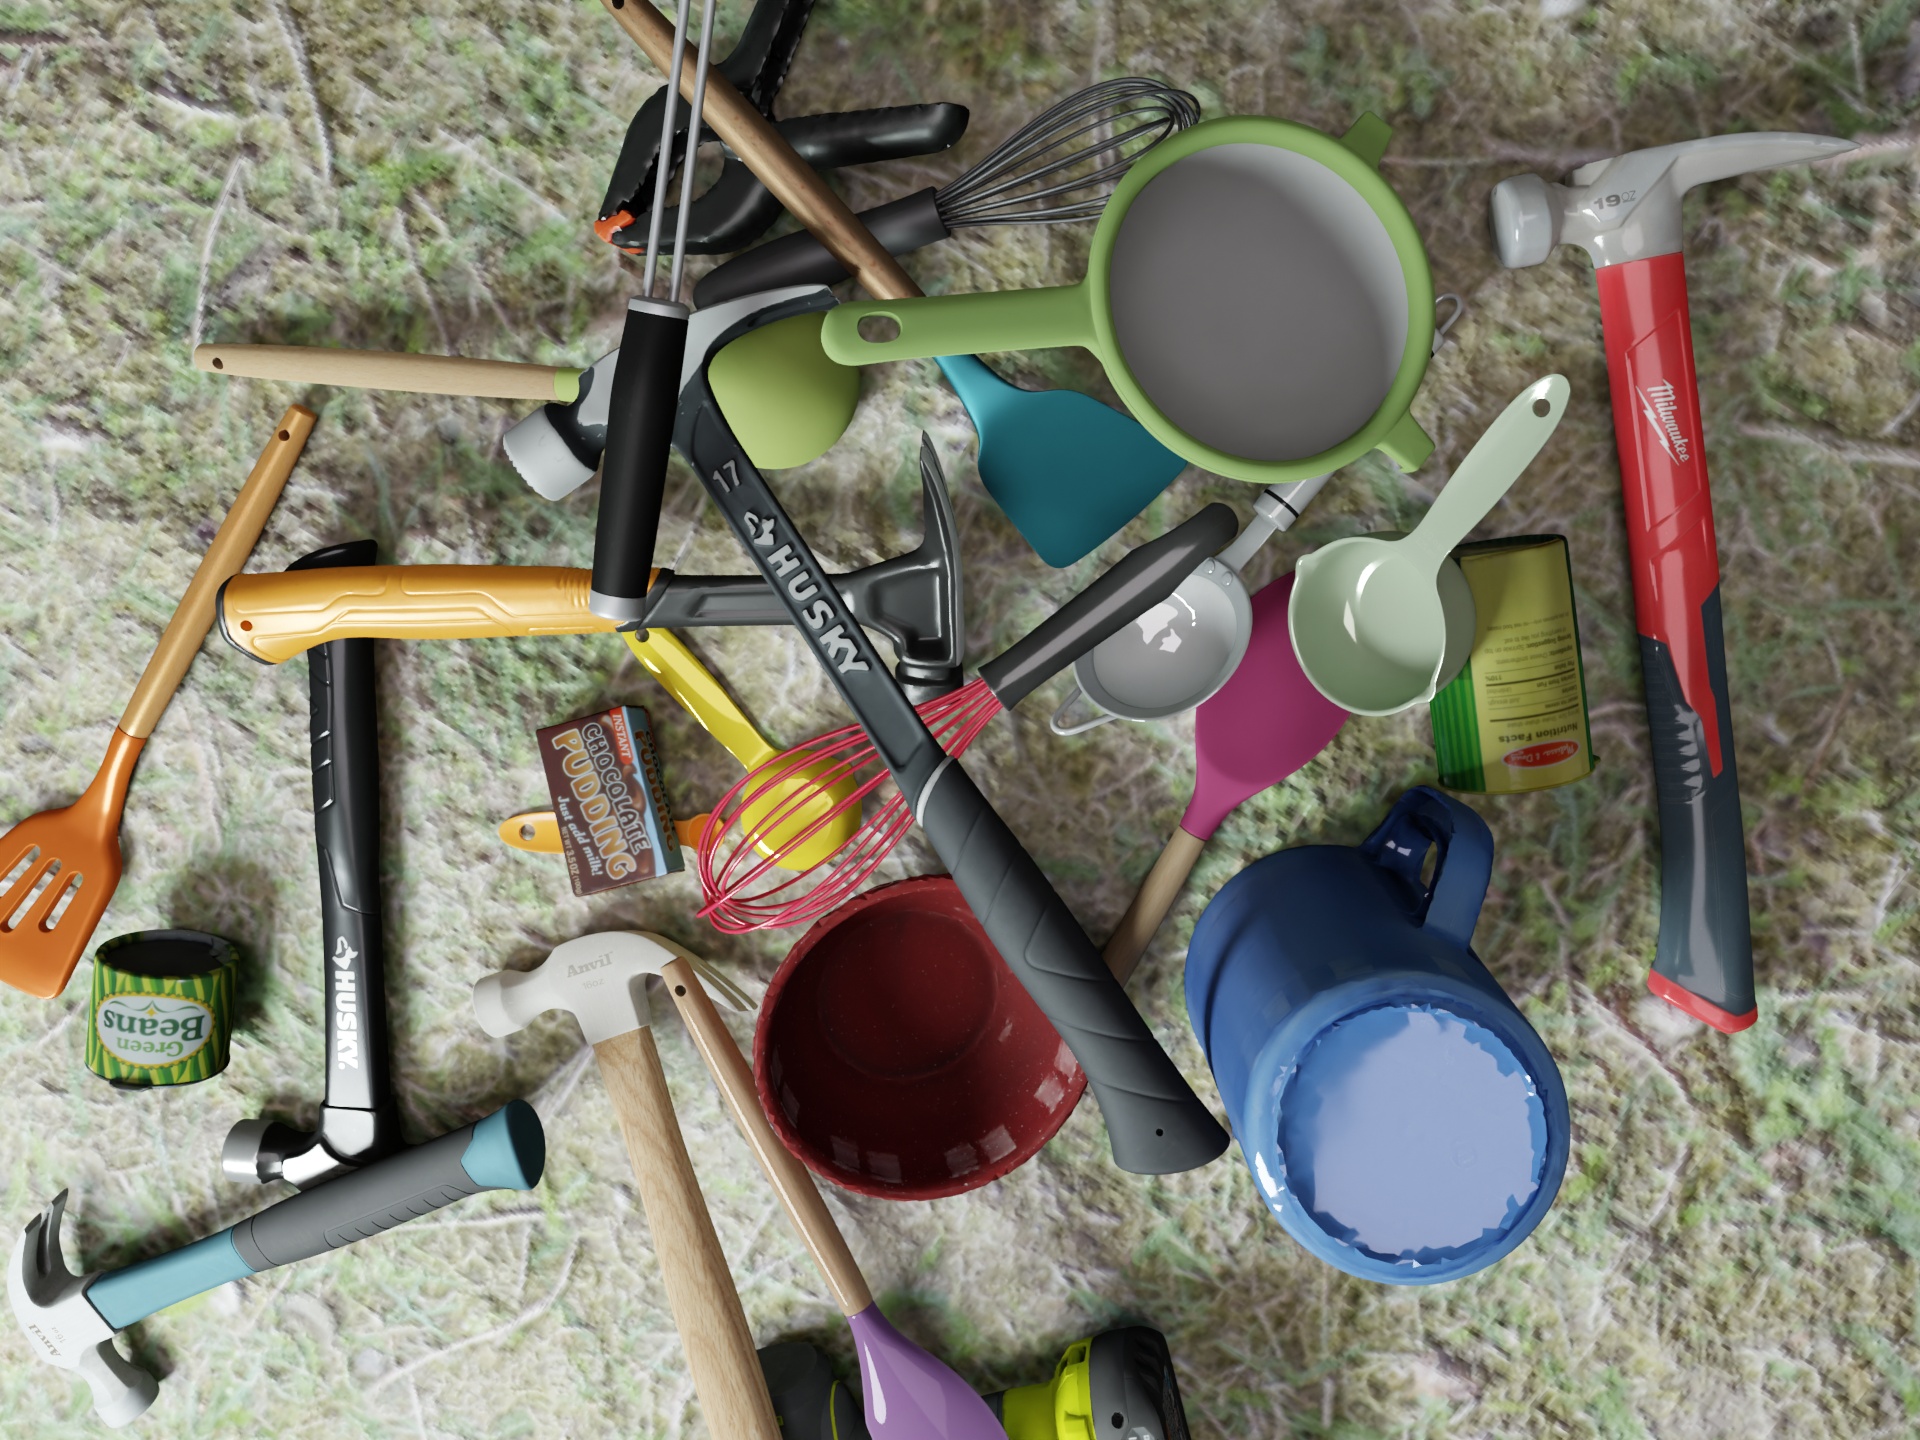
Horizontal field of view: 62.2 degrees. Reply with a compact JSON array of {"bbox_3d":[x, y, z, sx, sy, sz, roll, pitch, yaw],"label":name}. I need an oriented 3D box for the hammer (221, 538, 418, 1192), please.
[{"bbox_3d":[-0.297,0.078,0.786,0.146,0.035,0.334,3,101,6],"label":"hammer"}]

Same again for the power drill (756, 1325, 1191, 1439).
[{"bbox_3d":[0.003,0.400,0.794,0.228,0.080,0.190,-13,98,11],"label":"power drill"}]

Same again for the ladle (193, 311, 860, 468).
[{"bbox_3d":[-0.203,-0.162,0.733,0.320,0.062,0.078,6,124,12],"label":"ladle"}]

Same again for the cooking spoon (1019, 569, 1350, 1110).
[{"bbox_3d":[0.098,0.074,0.752,0.069,0.017,0.319,31,102,14],"label":"cooking spoon"}]

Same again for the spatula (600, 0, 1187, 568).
[{"bbox_3d":[-0.036,-0.194,0.680,0.082,0.044,0.317,-40,100,25],"label":"spatula"}]

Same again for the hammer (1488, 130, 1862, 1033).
[{"bbox_3d":[0.329,-0.052,0.695,0.143,0.038,0.386,-10,99,6],"label":"hammer"}]

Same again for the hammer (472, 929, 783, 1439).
[{"bbox_3d":[-0.126,0.260,0.763,0.130,0.031,0.331,-21,82,9],"label":"hammer"}]

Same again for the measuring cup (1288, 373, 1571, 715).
[{"bbox_3d":[0.198,-0.073,0.642,0.083,0.038,0.167,51,133,23],"label":"measuring cup"}]

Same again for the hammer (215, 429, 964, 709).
[{"bbox_3d":[-0.167,-0.061,0.716,0.337,0.034,0.127,-2,121,2],"label":"hammer"}]

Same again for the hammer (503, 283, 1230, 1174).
[{"bbox_3d":[-0.017,0.008,0.650,0.149,0.036,0.409,-34,88,6],"label":"hammer"}]

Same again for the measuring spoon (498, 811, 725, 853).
[{"bbox_3d":[-0.171,0.055,0.782,0.117,0.011,0.021,0,90,9],"label":"measuring spoon"}]

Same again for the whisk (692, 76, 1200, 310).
[{"bbox_3d":[-0.009,-0.222,0.698,0.239,0.055,0.055,-16,99,14],"label":"whisk"}]

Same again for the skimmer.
[{"bbox_3d":[-0.097,-0.221,0.621,0.127,0.090,0.363,13,103,9],"label":"skimmer"}]

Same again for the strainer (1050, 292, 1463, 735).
[{"bbox_3d":[0.137,-0.085,0.708,0.258,0.050,0.087,-50,49,7],"label":"strainer"}]

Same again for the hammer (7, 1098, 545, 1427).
[{"bbox_3d":[-0.343,0.260,0.795,0.331,0.033,0.128,-24,107,17],"label":"hammer"}]

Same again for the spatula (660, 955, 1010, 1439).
[{"bbox_3d":[-0.057,0.249,0.739,0.060,0.018,0.316,-29,91,7],"label":"spatula"}]

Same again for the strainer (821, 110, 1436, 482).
[{"bbox_3d":[0.067,-0.163,0.663,0.256,0.069,0.151,-7,89,-11],"label":"strainer"}]

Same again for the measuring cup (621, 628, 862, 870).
[{"bbox_3d":[-0.110,0.008,0.755,0.062,0.029,0.156,-42,94,11],"label":"measuring cup"}]

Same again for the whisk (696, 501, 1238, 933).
[{"bbox_3d":[-0.001,-0.002,0.698,0.296,0.073,0.073,-37,95,6],"label":"whisk"}]

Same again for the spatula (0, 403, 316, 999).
[{"bbox_3d":[-0.398,-0.013,0.776,0.081,0.041,0.322,33,101,0],"label":"spatula"}]
